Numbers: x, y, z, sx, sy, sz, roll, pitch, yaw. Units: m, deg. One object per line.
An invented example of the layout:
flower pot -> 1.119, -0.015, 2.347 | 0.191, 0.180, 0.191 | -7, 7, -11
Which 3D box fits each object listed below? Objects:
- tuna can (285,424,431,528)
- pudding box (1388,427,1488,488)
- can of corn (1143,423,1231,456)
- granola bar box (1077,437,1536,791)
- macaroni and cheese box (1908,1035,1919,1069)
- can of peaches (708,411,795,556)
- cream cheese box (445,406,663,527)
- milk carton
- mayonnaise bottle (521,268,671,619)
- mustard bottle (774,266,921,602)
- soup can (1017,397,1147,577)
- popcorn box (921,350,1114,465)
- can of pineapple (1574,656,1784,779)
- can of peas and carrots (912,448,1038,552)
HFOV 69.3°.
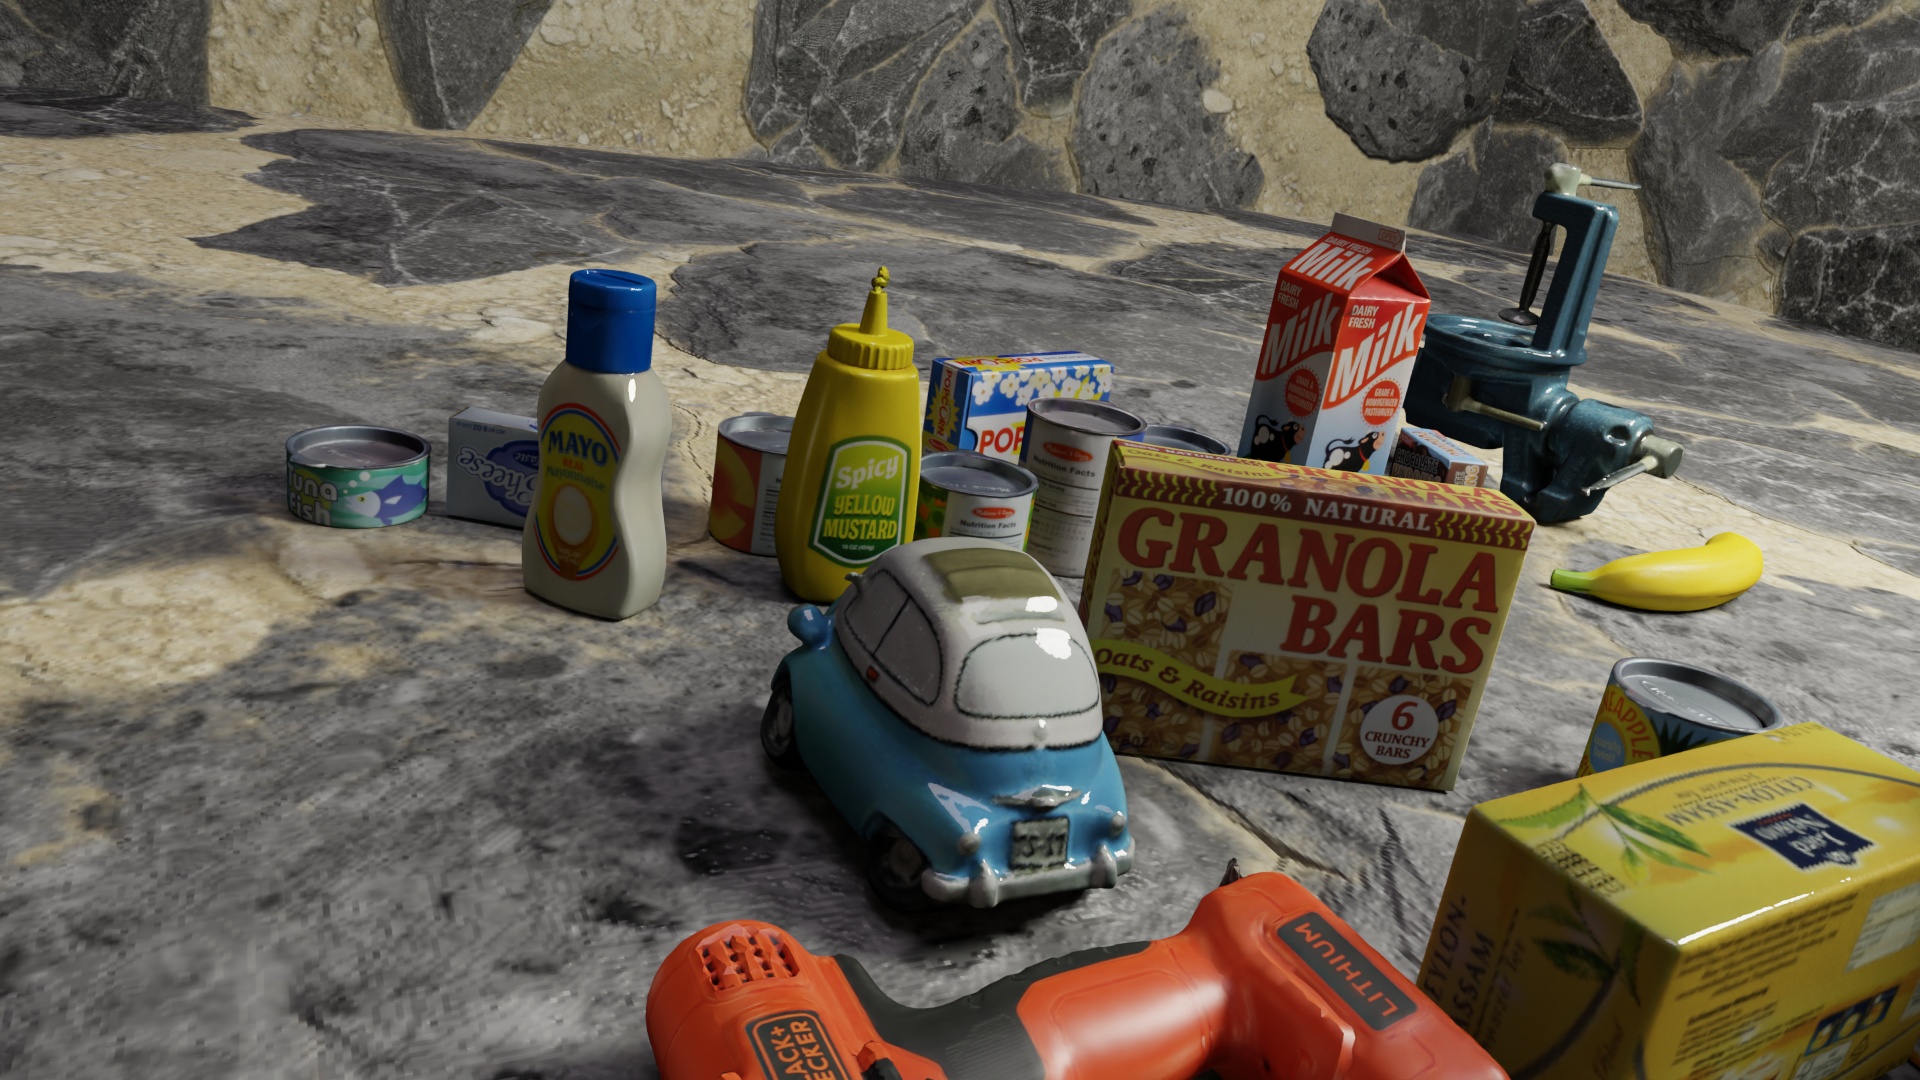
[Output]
tuna can -> -0.299, -0.032, 0.685 | 0.071, 0.032, 0.071 | 8, 20, -3
pudding box -> 0.330, -0.044, 0.963 | 0.030, 0.049, 0.084 | 6, 20, -9
can of corn -> 0.125, -0.034, 0.836 | 0.071, 0.058, 0.071 | 8, 20, -3
granola bar box -> 0.132, 0.032, 0.569 | 0.166, 0.123, 0.039 | 7, 20, -4
macaroni and cheese box -> 0.380, 0.097, 0.437 | 0.124, 0.165, 0.040 | 3, 21, -17
can of peaches -> -0.098, -0.030, 0.732 | 0.071, 0.057, 0.071 | 8, 20, -3
cream cheese box -> -0.203, -0.031, 0.695 | 0.104, 0.053, 0.024 | 10, 20, 2
milk carton -> 0.248, -0.117, 0.922 | 0.073, 0.189, 0.072 | -2, 22, -28
mayonnaise bottle -> -0.157, -0.042, 0.609 | 0.065, 0.147, 0.041 | 16, 21, 18
mustard bottle -> -0.049, -0.050, 0.657 | 0.065, 0.159, 0.049 | 0, 22, -24
soup can -> 0.063, -0.031, 0.764 | 0.071, 0.083, 0.071 | 8, 20, -3
popcorn box -> 0.035, -0.070, 0.856 | 0.127, 0.085, 0.038 | -10, 27, -41
can of pineapple -> 0.298, 0.088, 0.582 | 0.071, 0.057, 0.071 | 8, 20, -3
can of peas and carrots -> 0.003, -0.009, 0.716 | 0.071, 0.058, 0.071 | 8, 20, -3
